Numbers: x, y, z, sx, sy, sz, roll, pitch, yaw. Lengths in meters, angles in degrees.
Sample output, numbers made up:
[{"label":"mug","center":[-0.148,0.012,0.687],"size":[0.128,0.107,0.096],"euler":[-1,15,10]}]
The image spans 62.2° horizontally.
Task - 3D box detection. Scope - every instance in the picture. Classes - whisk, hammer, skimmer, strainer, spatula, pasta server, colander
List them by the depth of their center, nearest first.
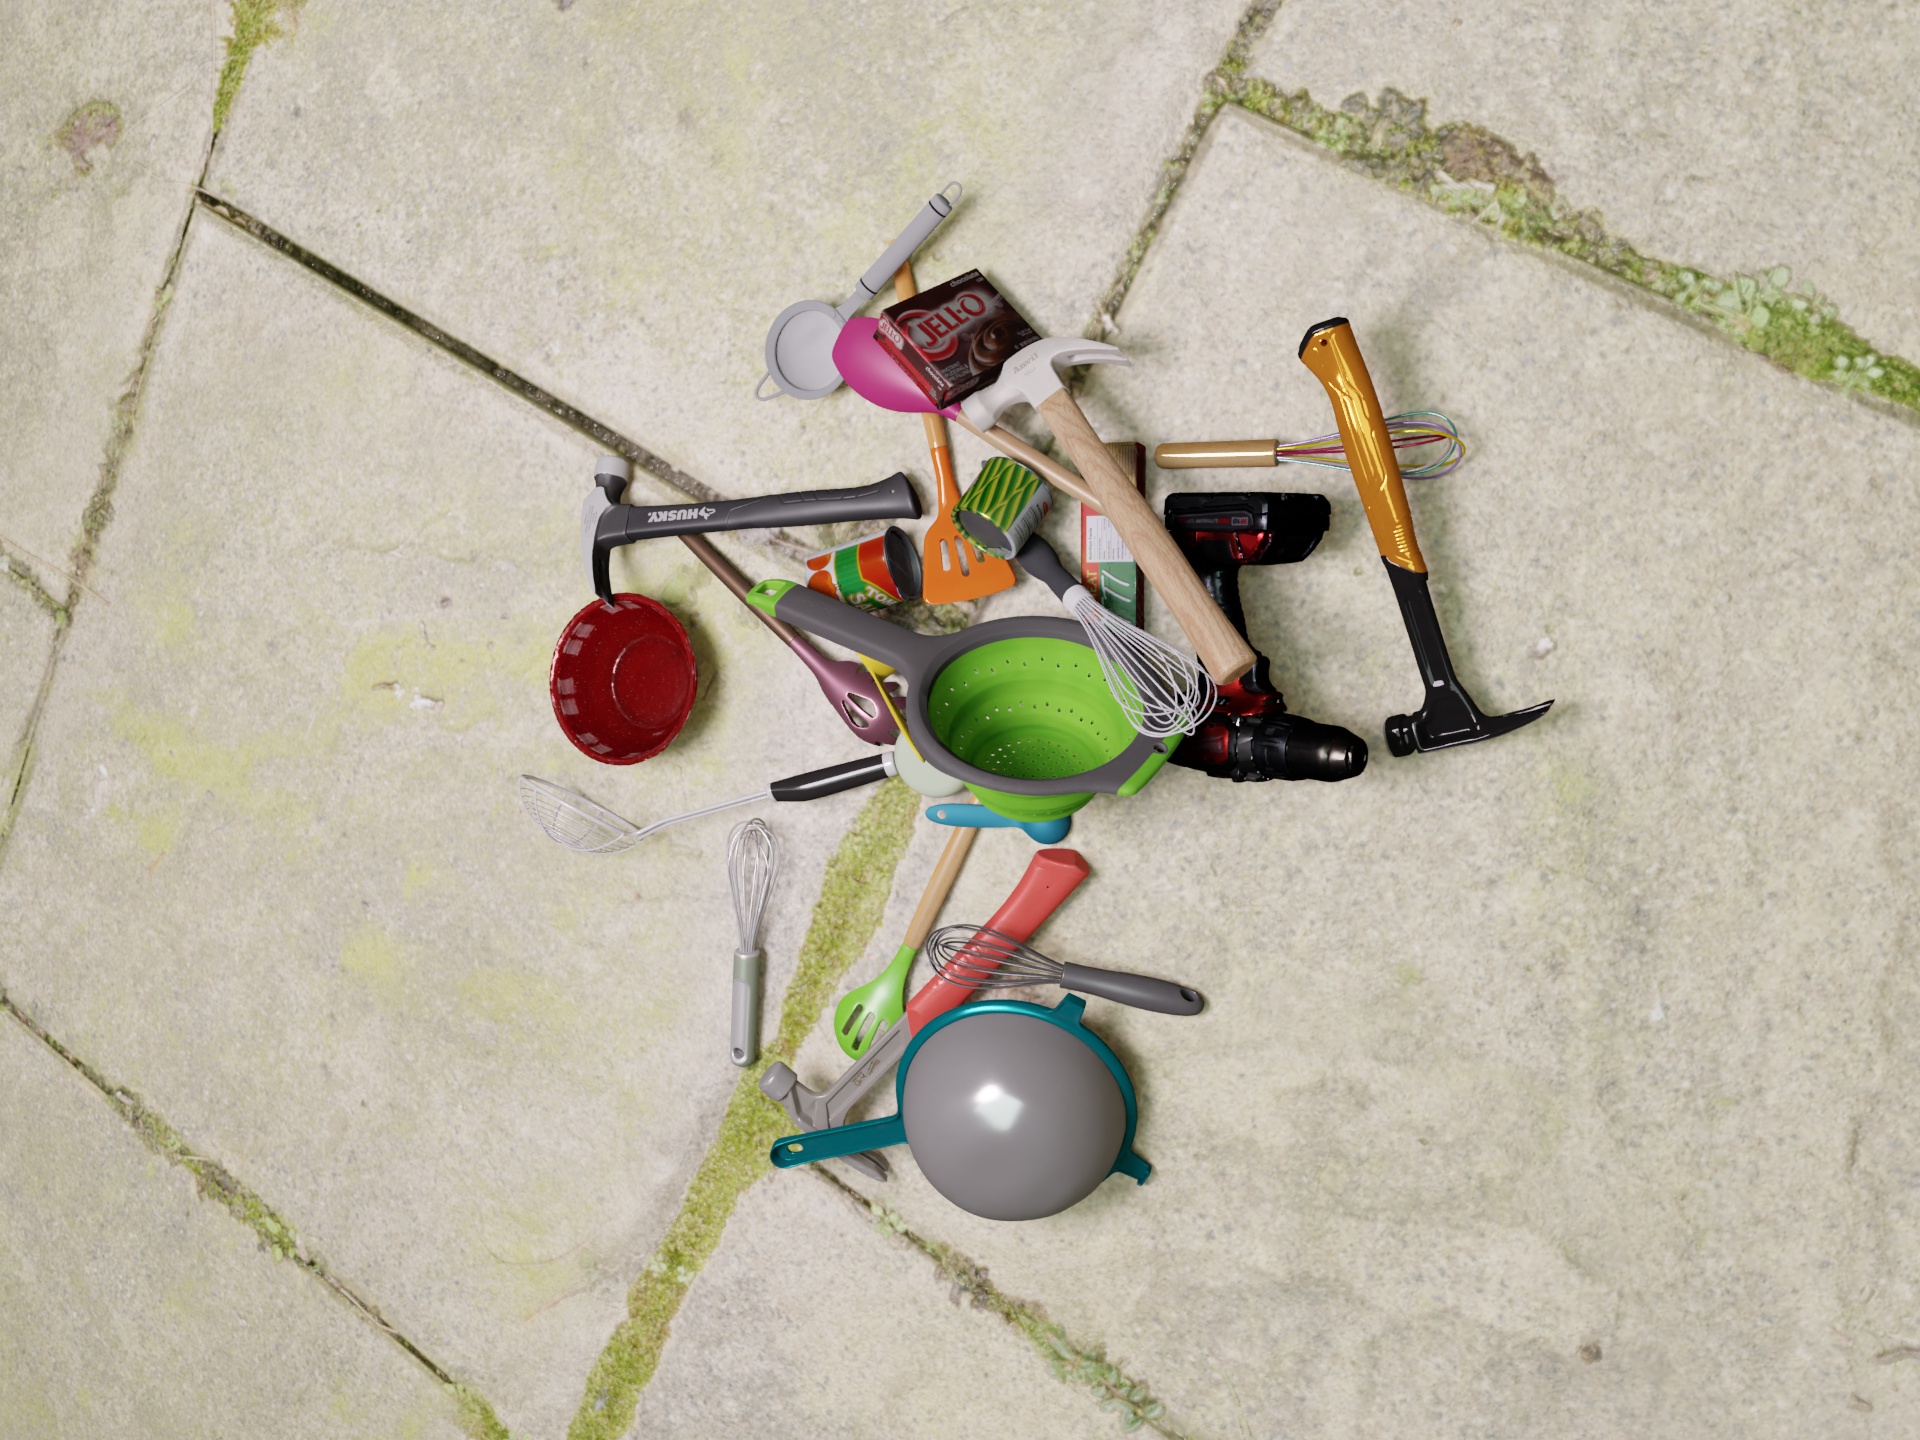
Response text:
[{"label":"hammer","center":[0.333,-0.140,1.191],"size":[0.127,0.034,0.337],"euler":[-16,98,35]},{"label":"hammer","center":[0.129,-0.167,1.229],"size":[0.130,0.031,0.332],"euler":[-37,66,14]},{"label":"whisk","center":[0.269,-0.214,1.247],"size":[0.245,0.047,0.051],"euler":[3,97,26]},{"label":"whisk","center":[0.111,-0.079,1.266],"size":[0.070,0.070,0.285],"euler":[-55,43,18]},{"label":"colander","center":[-0.009,-0.016,1.309],"size":[0.397,0.204,0.094],"euler":[23,139,23]},{"label":"whisk","center":[0.087,0.215,1.335],"size":[0.239,0.055,0.055],"euler":[12,100,2]},{"label":"strainer","center":[-0.020,0.363,1.353],"size":[0.340,0.095,0.211],"euler":[-16,110,17]},{"label":"spatula","center":[-0.023,-0.260,1.369],"size":[0.081,0.041,0.322],"euler":[-12,88,0]},{"label":"strainer","center":[-0.085,-0.366,1.372],"size":[0.258,0.050,0.087],"euler":[-42,80,27]},{"label":"hammer","center":[-0.012,0.251,1.402],"size":[0.149,0.037,0.359],"euler":[40,105,-11]},{"label":"hammer","center":[-0.193,-0.182,1.436],"size":[0.335,0.035,0.146],"euler":[-2,69,19]},{"label":"pasta server","center":[-0.165,-0.090,1.457],"size":[0.316,0.040,0.060],"euler":[44,110,18]},{"label":"skimmer","center":[-0.234,0.053,1.470],"size":[0.363,0.127,0.090],"euler":[-14,74,13]},{"label":"whisk","center":[-0.199,0.210,1.487],"size":[0.058,0.059,0.246],"euler":[9,103,23]}]

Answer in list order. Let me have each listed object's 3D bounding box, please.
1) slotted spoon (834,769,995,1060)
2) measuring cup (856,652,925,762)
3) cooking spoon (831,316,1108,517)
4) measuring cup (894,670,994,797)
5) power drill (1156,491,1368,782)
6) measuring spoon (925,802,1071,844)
[{"label":"slotted spoon","center":[-0.036,0.178,1.425],"size":[0.070,0.031,0.313],"euler":[28,104,12]},{"label":"measuring cup","center":[-0.053,-0.029,1.374],"size":[0.029,0.062,0.157],"euler":[-34,57,9]},{"label":"cooking spoon","center":[0.021,-0.243,1.327],"size":[0.319,0.017,0.068],"euler":[35,111,14]},{"label":"measuring cup","center":[-0.002,-0.004,1.369],"size":[0.083,0.038,0.167],"euler":[32,117,7]},{"label":"power drill","center":[0.234,-0.062,1.227],"size":[0.188,0.080,0.226],"euler":[9,101,50]},{"label":"measuring spoon","center":[0.031,0.086,1.374],"size":[0.128,0.021,0.042],"euler":[3,99,10]}]
